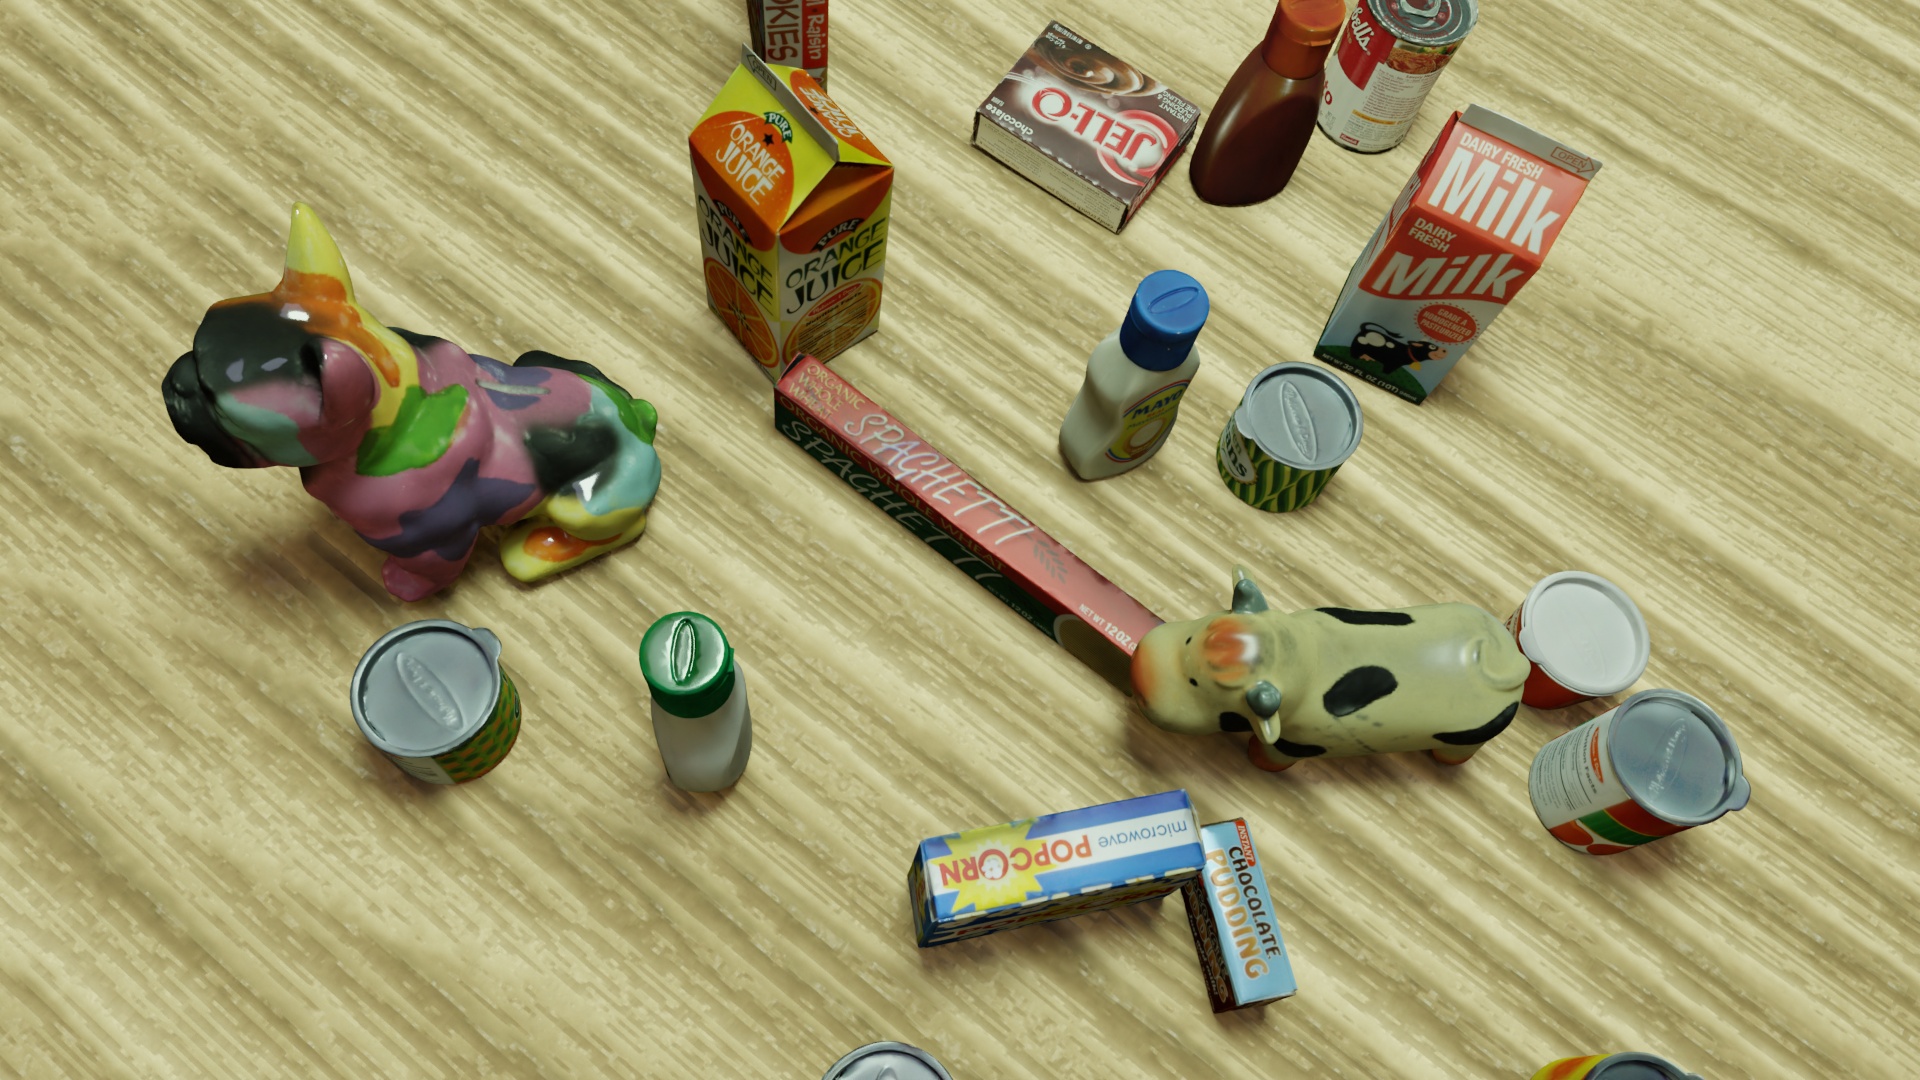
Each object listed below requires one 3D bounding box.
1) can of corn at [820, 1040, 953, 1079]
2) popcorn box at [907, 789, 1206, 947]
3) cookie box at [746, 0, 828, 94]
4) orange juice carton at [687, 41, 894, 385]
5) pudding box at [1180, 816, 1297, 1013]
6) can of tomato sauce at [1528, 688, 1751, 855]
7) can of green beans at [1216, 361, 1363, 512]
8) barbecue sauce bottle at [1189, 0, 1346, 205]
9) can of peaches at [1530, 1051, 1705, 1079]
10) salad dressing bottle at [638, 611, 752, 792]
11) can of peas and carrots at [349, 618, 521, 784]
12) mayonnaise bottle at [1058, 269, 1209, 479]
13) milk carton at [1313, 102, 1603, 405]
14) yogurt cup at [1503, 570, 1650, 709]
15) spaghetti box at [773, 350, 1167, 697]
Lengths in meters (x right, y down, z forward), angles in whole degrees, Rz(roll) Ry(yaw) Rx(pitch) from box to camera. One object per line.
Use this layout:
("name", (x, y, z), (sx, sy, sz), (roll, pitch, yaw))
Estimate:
("can of corn", (-0.036, 0.255, 0.606), (0.071, 0.058, 0.071), (2, 66, -5))
("popcorn box", (0.042, 0.153, 0.644), (0.127, 0.085, 0.038), (-9, 68, -10))
("cookie box", (-0.101, -0.334, 0.796), (0.040, 0.166, 0.123), (-7, 68, -9))
("orange juice carton", (-0.086, -0.165, 0.710), (0.073, 0.192, 0.072), (-36, 75, -19))
("pudding box", (0.129, 0.179, 0.662), (0.030, 0.049, 0.084), (-9, 68, -10))
("can of tomato sauce", (0.336, 0.118, 0.694), (0.071, 0.082, 0.071), (2, 67, -5))
("can of green beans", (0.180, -0.056, 0.767), (0.071, 0.057, 0.071), (2, 66, -5))
("barbecue sauce bottle", (0.181, -0.256, 0.805), (0.065, 0.148, 0.044), (-11, 69, -11))
("can of peaches", (0.302, 0.270, 0.638), (0.071, 0.057, 0.071), (2, 66, -5))
("salad dressing bottle", (-0.119, 0.073, 0.627), (0.044, 0.147, 0.064), (3, 67, -5))
("can of peas and carrots", (-0.245, 0.076, 0.660), (0.071, 0.058, 0.071), (2, 66, -5))
("mayonnaise bottle", (0.092, -0.084, 0.720), (0.065, 0.147, 0.041), (-25, 72, -16))
("milk carton", (0.265, -0.159, 0.749), (0.072, 0.189, 0.074), (27, 67, 5))
("yogurt cup", (0.319, 0.056, 0.735), (0.072, 0.053, 0.072), (2, 66, -5))
("spaghetti box", (0.003, -0.009, 0.730), (0.250, 0.050, 0.029), (37, 68, 10))
